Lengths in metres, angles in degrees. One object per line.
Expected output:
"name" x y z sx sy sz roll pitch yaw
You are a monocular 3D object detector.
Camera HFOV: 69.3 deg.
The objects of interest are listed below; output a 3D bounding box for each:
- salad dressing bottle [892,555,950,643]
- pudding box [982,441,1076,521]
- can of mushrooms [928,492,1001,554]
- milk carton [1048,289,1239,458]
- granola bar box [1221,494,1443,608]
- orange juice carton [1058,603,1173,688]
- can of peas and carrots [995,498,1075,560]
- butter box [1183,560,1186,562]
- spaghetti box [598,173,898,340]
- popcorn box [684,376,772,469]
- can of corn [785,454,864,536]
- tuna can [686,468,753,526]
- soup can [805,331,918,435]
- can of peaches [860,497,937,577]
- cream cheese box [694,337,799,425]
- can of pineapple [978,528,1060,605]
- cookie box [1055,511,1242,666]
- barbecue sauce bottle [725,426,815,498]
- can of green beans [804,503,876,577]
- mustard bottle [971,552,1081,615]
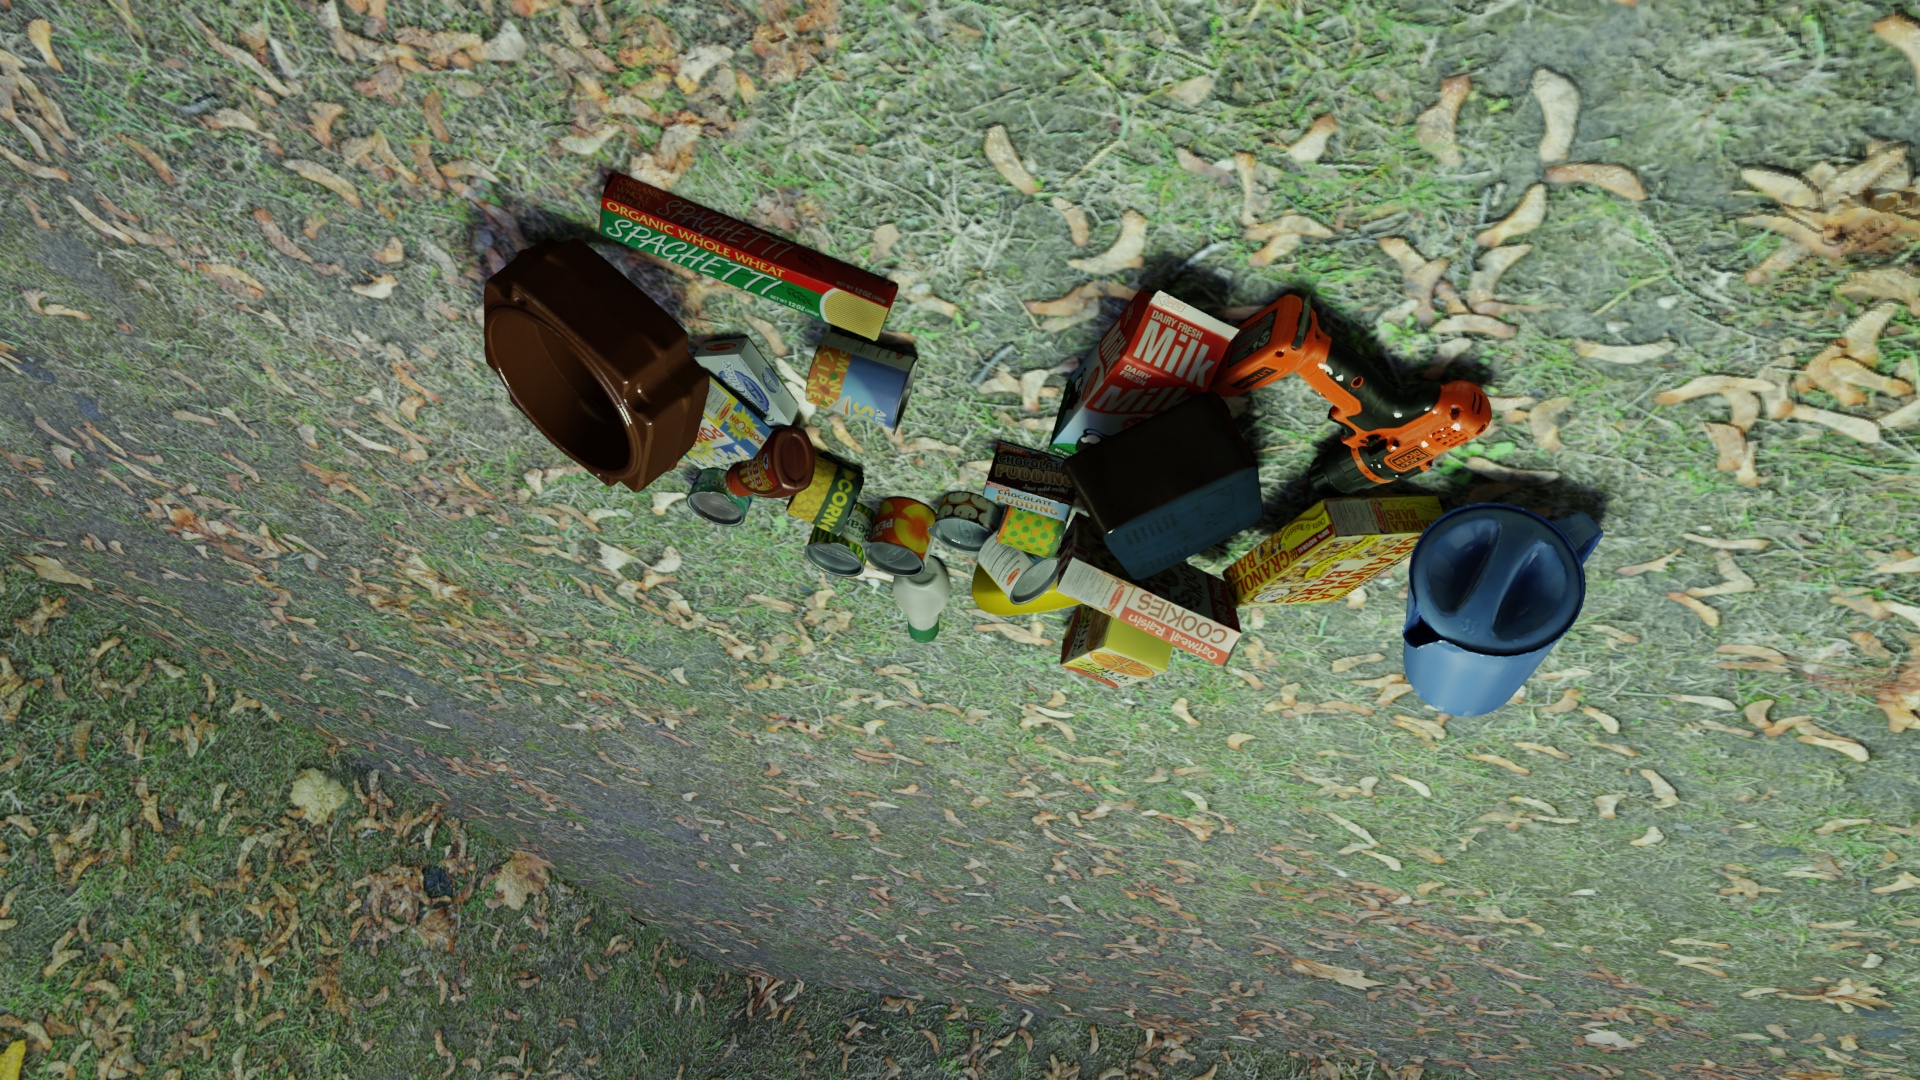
"salad dressing bottle" -0.043 0.069 1.564 0.064 0.044 0.147 12 151 6
"pudding box" 0.068 -0.055 1.291 0.084 0.050 0.030 17 149 2
"can of mushrooms" 0.005 -0.018 1.403 0.071 0.033 0.070 13 150 7
"milk carton" 0.144 -0.130 1.102 0.072 0.074 0.189 23 149 -11
"granola bar box" 0.327 0.010 1.227 0.124 0.039 0.164 -2 158 -24
"orange juice carton" 0.161 0.106 1.466 0.072 0.073 0.192 21 164 -8
"can of peas and carrots" 0.072 -0.023 1.329 0.059 0.071 0.070 18 150 -1
"butter box" 0.194 0.022 1.380 0.053 0.024 0.103 -1 146 27
"spaghetti box" -0.176 -0.232 1.144 0.250 0.029 0.050 21 149 -6
"popcorn box" -0.247 -0.113 1.336 0.085 0.038 0.126 41 157 -25
"can of corn" -0.136 -0.046 1.394 0.058 0.071 0.071 25 149 -11
"tuna can" -0.258 -0.047 1.492 0.071 0.033 0.070 13 150 8
"soup can" -0.087 -0.137 1.214 0.084 0.072 0.071 17 150 2
"can of peaches" -0.062 -0.004 1.436 0.071 0.058 0.071 14 150 8
"cream cheese box" -0.199 -0.148 1.302 0.053 0.024 0.103 1 146 29
"can of pineapple" 0.061 0.022 1.383 0.058 0.071 0.070 50 163 27
"cookie box" 0.173 0.044 1.282 0.167 0.123 0.040 25 111 -3
"barbecue sauce bottle" -0.192 -0.071 1.384 0.044 0.065 0.148 -2 175 -29
"can of green beans" -0.125 -0.003 1.471 0.071 0.058 0.071 13 150 8
"mustard bottle" 0.093 0.043 1.430 0.160 0.065 0.048 -3 142 23
